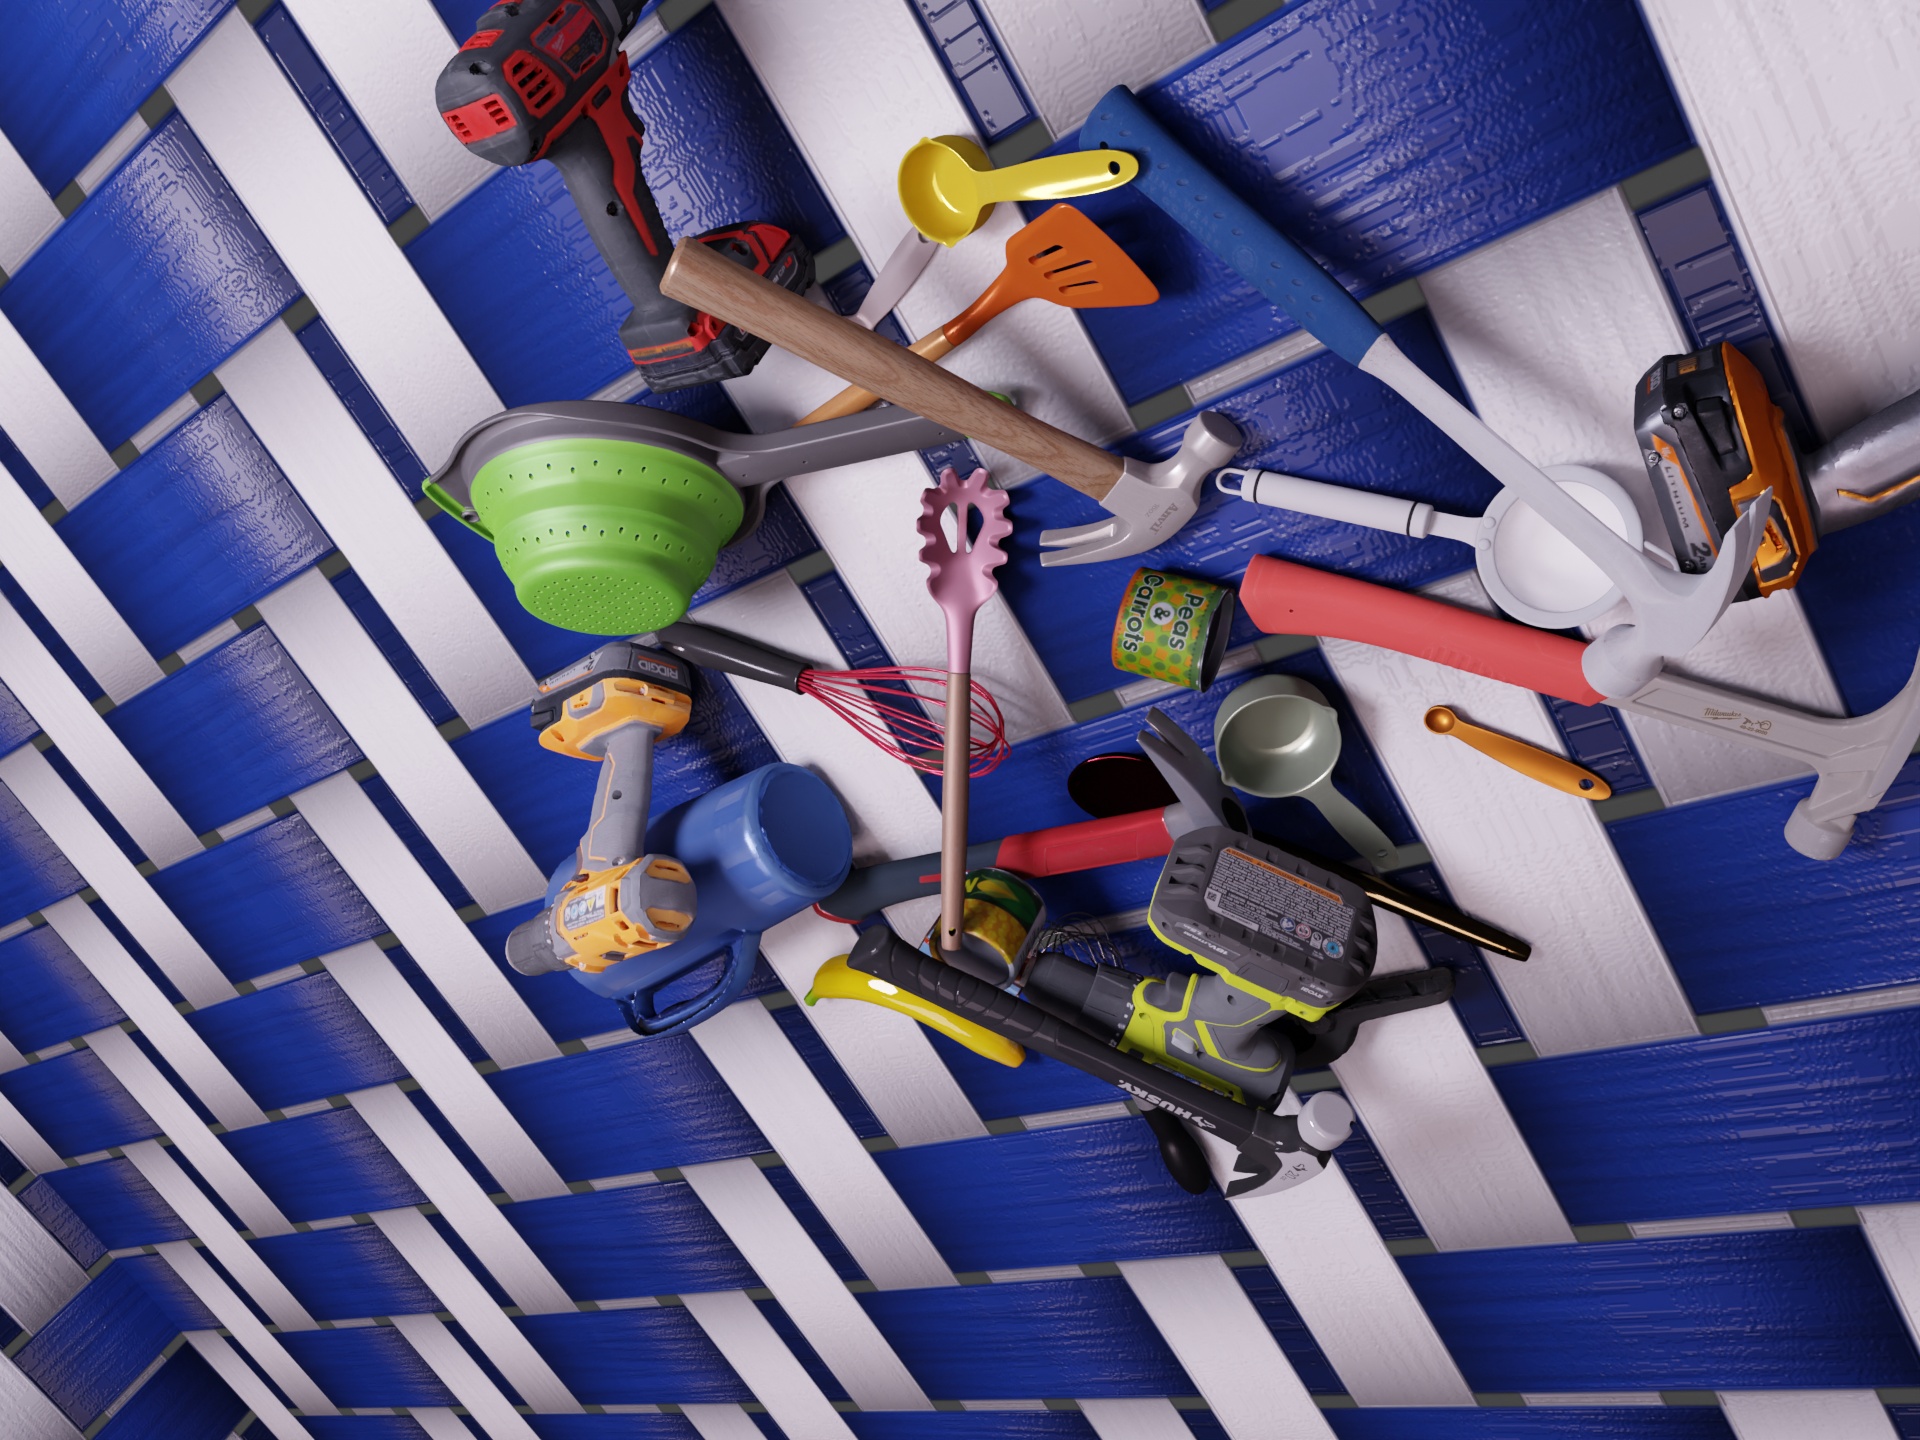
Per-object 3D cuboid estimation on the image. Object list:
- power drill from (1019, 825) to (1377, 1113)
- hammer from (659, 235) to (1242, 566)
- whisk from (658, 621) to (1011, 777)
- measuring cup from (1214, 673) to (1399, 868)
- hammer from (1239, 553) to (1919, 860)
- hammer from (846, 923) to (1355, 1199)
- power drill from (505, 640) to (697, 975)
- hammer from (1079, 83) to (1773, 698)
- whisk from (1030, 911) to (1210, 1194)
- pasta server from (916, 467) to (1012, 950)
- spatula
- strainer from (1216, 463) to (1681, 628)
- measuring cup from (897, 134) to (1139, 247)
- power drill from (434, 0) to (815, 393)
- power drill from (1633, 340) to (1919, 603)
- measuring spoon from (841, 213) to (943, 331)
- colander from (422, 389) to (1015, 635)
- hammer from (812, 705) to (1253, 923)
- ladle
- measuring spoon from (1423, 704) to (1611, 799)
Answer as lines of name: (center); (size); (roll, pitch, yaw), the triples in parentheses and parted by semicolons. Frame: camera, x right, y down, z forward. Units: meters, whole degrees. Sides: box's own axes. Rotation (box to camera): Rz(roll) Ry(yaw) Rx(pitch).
power drill: (0.149, 0.166, 1.028); (0.190, 0.080, 0.228); (24, 143, 2)
hammer: (-0.012, -0.183, 0.904); (0.331, 0.031, 0.130); (23, 132, -17)
whisk: (-0.094, -0.024, 1.122); (0.296, 0.073, 0.073); (18, 128, 25)
measuring cup: (0.224, 0.034, 1.003); (0.083, 0.038, 0.167); (-36, 117, 22)
hammer: (0.335, -0.038, 0.890); (0.359, 0.037, 0.149); (18, 128, 16)
hammer: (0.080, 0.220, 1.050); (0.335, 0.035, 0.146); (25, 145, 4)
power drill: (-0.273, 0.075, 1.182); (0.185, 0.226, 0.084); (-24, 151, 38)
hammer: (0.217, -0.183, 0.796); (0.406, 0.035, 0.144); (45, 156, 11)
whisk: (0.128, 0.257, 1.192); (0.070, 0.070, 0.284); (-12, 119, 34)
pasta server: (-0.002, -0.003, 1.026); (0.060, 0.040, 0.316); (1, 99, -2)
spatula: (-0.024, -0.216, 0.961); (0.322, 0.041, 0.081); (-24, 132, 40)
strainer: (0.263, -0.110, 0.879); (0.258, 0.050, 0.087); (17, 102, 25)
measuring cup: (0.034, -0.297, 0.869); (0.156, 0.029, 0.062); (6, 124, 36)
power drill: (-0.177, -0.324, 0.910); (0.080, 0.188, 0.226); (-2, 138, 35)
power drill: (0.437, -0.153, 0.731); (0.226, 0.084, 0.164); (-16, 112, 31)
measuring spoon: (-0.048, -0.257, 0.962); (0.034, 0.018, 0.124); (42, 130, -3)
colander: (-0.153, -0.128, 1.008); (0.397, 0.095, 0.204); (-9, 158, 18)
hammer: (0.023, 0.087, 1.115); (0.386, 0.038, 0.143); (-15, 122, 41)
ladle: (0.221, 0.090, 1.046); (0.315, 0.031, 0.069); (23, 138, 11)
measuring spoon: (0.332, 0.018, 0.949); (0.117, 0.011, 0.021); (25, 129, 7)
